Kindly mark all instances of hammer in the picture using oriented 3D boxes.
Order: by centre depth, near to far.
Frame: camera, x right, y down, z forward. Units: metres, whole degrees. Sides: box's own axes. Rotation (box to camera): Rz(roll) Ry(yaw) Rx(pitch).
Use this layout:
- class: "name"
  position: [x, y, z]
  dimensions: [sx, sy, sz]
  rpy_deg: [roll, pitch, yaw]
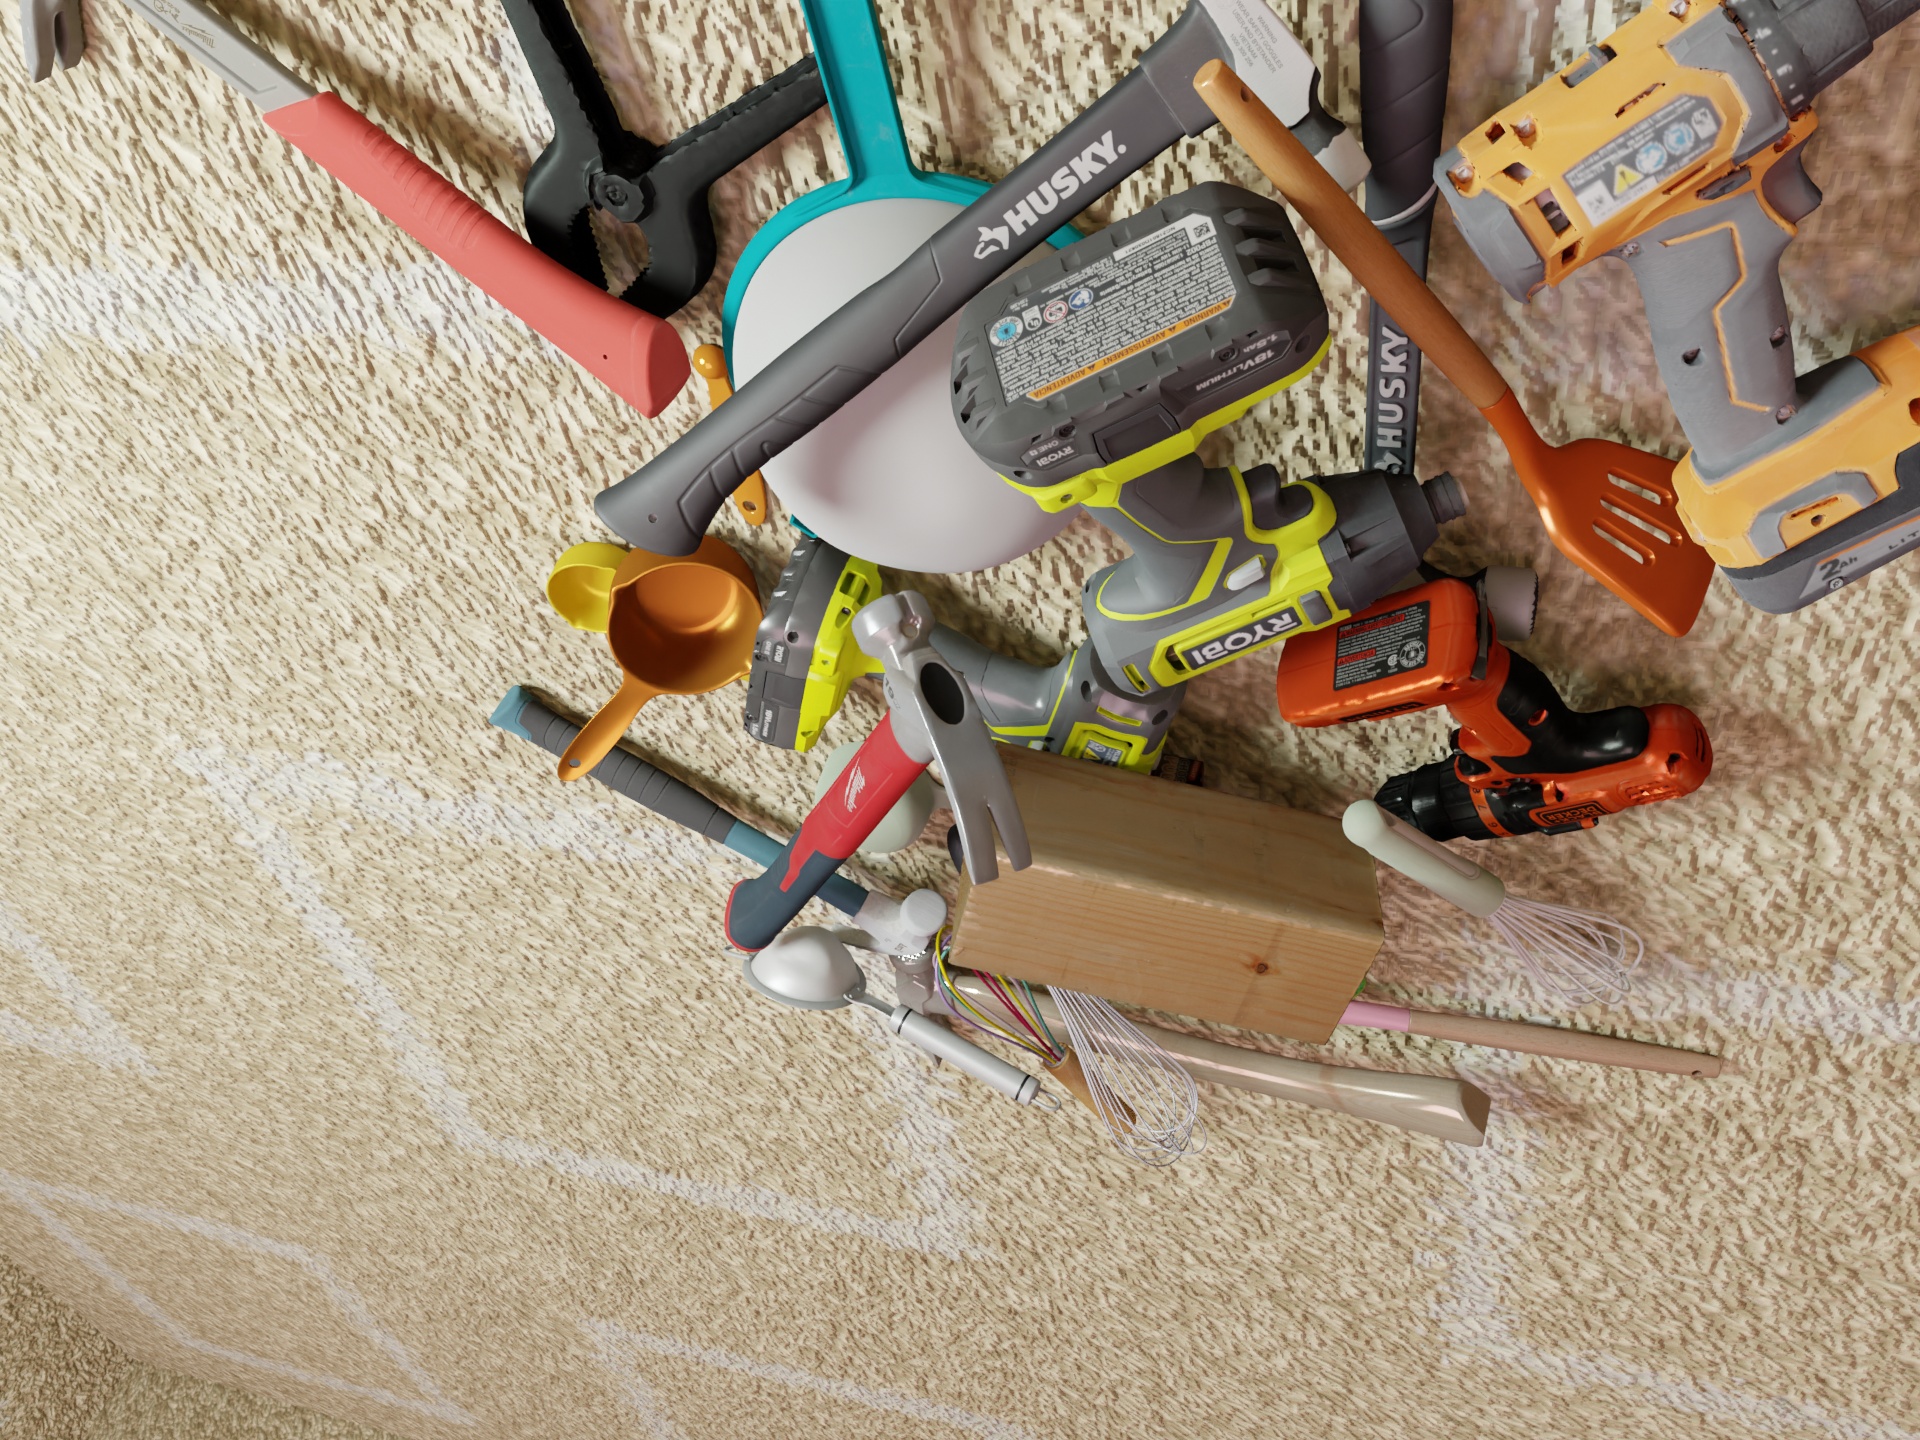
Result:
- class: "hammer"
  position: [-0.019, -0.173, 0.629]
  dimensions: [0.334, 0.035, 0.146]
  rpy_deg: [-34, 113, 20]
- class: "hammer"
  position: [0.175, -0.195, 0.651]
  dimensions: [0.149, 0.036, 0.408]
  rpy_deg: [7, 137, 19]
- class: "hammer"
  position: [-0.284, -0.258, 0.748]
  dimensions: [0.359, 0.037, 0.149]
  rpy_deg: [37, 137, -4]
- class: "hammer"
  position: [-0.068, 0.078, 0.889]
  dimensions: [0.143, 0.038, 0.386]
  rpy_deg: [66, 152, 15]
- class: "hammer"
  position: [-0.166, 0.067, 1.068]
  dimensions: [0.331, 0.033, 0.128]
  rpy_deg: [29, 157, -2]
- class: "hammer"
  position: [0.149, 0.232, 1.096]
  dimensions: [0.411, 0.038, 0.146]
  rpy_deg: [10, 140, 22]

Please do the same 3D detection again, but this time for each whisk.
- class: "whisk"
  position: [0.291, 0.098, 0.865]
  dimensions: [0.246, 0.058, 0.059]
  rpy_deg: [29, 120, -30]
- class: "whisk"
  position: [0.072, 0.176, 1.012]
  dimensions: [0.070, 0.070, 0.284]
  rpy_deg: [-20, 112, 38]
- class: "whisk"
  position: [0.054, 0.211, 1.067]
  dimensions: [0.051, 0.047, 0.244]
  rpy_deg: [-40, 125, 2]

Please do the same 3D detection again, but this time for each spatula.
- class: "spatula"
  position: [0.201, -0.143, 0.618]
  dimensions: [0.322, 0.081, 0.041]
  rpy_deg: [34, 160, -32]

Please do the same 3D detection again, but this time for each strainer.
- class: "strainer"
  position: [-0.031, -0.177, 0.688]
  dimensions: [0.211, 0.095, 0.340]
  rpy_deg: [1, 141, 15]
- class: "strainer"
  position: [-0.046, 0.194, 1.065]
  dimensions: [0.258, 0.087, 0.050]
  rpy_deg: [27, 114, 15]

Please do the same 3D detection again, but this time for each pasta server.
- class: "pasta server"
  position: [0.313, 0.189, 1.012]
  dimensions: [0.316, 0.040, 0.060]
  rpy_deg: [7, 137, 11]

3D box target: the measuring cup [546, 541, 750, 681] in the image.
- class: "measuring cup"
  position: [-0.173, -0.061, 0.964]
  dimensions: [0.156, 0.029, 0.062]
  rpy_deg: [25, 136, -22]

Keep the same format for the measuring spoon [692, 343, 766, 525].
- class: "measuring spoon"
  position: [-0.123, -0.148, 0.849]
  dimensions: [0.021, 0.011, 0.116]
  rpy_deg: [7, 137, 17]

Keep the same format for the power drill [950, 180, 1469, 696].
- class: "power drill"
  position: [0.106, -0.102, 0.643]
  dimensions: [0.171, 0.080, 0.223]
  rpy_deg: [-23, 148, 16]

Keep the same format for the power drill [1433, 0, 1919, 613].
- class: "power drill"
  position: [0.308, -0.169, 0.576]
  dimensions: [0.185, 0.084, 0.226]
  rpy_deg: [-33, 115, 25]

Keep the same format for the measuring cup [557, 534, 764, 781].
- class: "measuring cup"
  position: [-0.184, -0.036, 0.923]
  dimensions: [0.095, 0.052, 0.173]
  rpy_deg: [30, 116, -28]

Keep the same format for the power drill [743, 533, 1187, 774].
- class: "power drill"
  position: [-0.001, -0.003, 0.905]
  dimensions: [0.228, 0.080, 0.190]
  rpy_deg: [19, 144, 0]

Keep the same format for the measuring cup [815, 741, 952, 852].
- class: "measuring cup"
  position: [-0.014, 0.063, 1.007]
  dimensions: [0.167, 0.038, 0.083]
  rpy_deg: [14, 139, 13]
